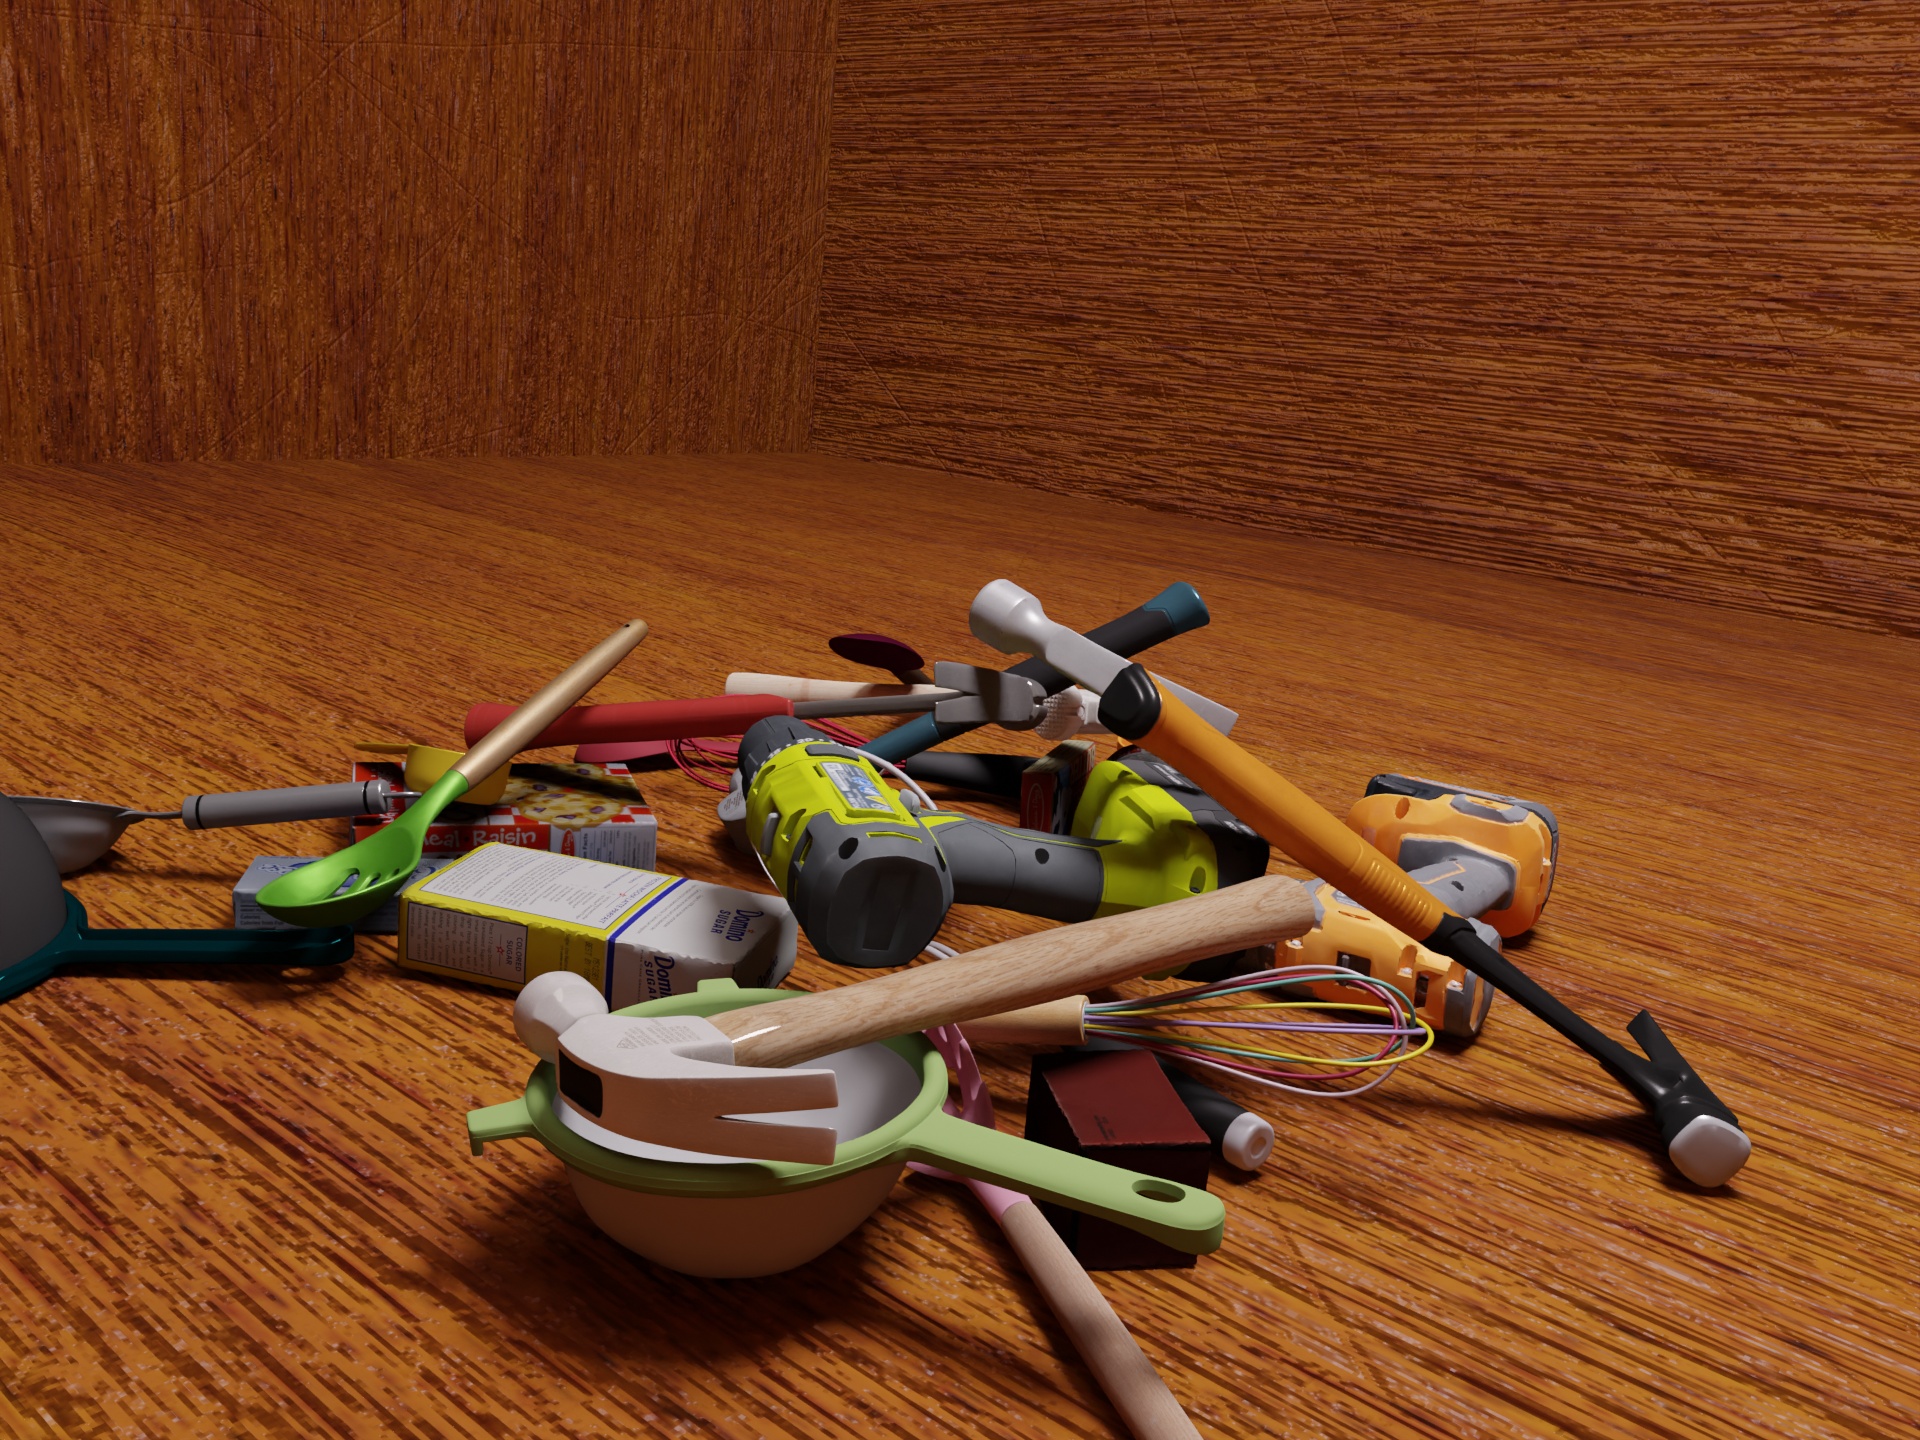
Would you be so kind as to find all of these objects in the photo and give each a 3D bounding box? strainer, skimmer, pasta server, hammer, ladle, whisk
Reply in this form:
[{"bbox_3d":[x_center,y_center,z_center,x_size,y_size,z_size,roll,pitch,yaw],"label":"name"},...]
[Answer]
[{"bbox_3d":[-0.033,0.164,0.558,0.256,0.069,0.151,9,15,25],"label":"strainer"},{"bbox_3d":[0.018,0.102,0.789,0.127,0.090,0.364,-3,16,-37],"label":"skimmer"},{"bbox_3d":[0.027,0.189,0.564,0.040,0.060,0.316,44,-2,-28],"label":"pasta server"},{"bbox_3d":[0.011,0.100,0.608,0.331,0.031,0.130,-8,16,-33],"label":"hammer"},{"bbox_3d":[-0.002,-0.003,0.990,0.331,0.033,0.128,-26,18,6],"label":"hammer"},{"bbox_3d":[-0.461,0.069,0.741,0.340,0.095,0.211,2,15,-7],"label":"strainer"},{"bbox_3d":[-0.139,-0.003,0.916,0.359,0.037,0.149,-3,-3,22],"label":"hammer"},{"bbox_3d":[0.143,0.019,0.947,0.144,0.035,0.405,33,2,28],"label":"hammer"},{"bbox_3d":[-0.123,0.026,1.171,0.315,0.031,0.069,5,14,-7],"label":"ladle"},{"bbox_3d":[-0.028,-0.014,1.196,0.411,0.038,0.146,4,1,44],"label":"hammer"},{"bbox_3d":[0.203,0.081,0.726,0.337,0.034,0.127,36,13,-4],"label":"hammer"},{"bbox_3d":[-0.422,0.052,0.862,0.258,0.050,0.087,-5,-13,-1],"label":"strainer"},{"bbox_3d":[0.074,0.129,0.678,0.245,0.051,0.047,-1,44,17],"label":"whisk"},{"bbox_3d":[-0.059,0.029,1.120,0.295,0.073,0.073,7,13,-15],"label":"whisk"}]

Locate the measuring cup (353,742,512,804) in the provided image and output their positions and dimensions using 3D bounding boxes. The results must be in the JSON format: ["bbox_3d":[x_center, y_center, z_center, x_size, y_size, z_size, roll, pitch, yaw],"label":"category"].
[{"bbox_3d":[-0.318,0.030,0.930,0.156,0.029,0.062,2,-9,45],"label":"measuring cup"}]

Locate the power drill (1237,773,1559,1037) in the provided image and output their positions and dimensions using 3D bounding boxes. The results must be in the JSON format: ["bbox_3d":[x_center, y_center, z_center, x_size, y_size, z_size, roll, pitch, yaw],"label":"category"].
[{"bbox_3d":[0.234,0.098,0.917,0.185,0.084,0.226,12,21,30],"label":"power drill"}]

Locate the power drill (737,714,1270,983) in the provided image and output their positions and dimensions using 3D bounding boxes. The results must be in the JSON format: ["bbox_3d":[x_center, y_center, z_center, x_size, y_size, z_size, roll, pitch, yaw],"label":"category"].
[{"bbox_3d":[0.009,0.054,0.753,0.228,0.080,0.191,8,17,-24],"label":"power drill"}]

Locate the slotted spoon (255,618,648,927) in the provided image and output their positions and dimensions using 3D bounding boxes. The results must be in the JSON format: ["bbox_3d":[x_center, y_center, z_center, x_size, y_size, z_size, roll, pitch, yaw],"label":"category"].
[{"bbox_3d":[-0.252,0.020,0.853,0.070,0.031,0.314,0,29,25],"label":"slotted spoon"}]

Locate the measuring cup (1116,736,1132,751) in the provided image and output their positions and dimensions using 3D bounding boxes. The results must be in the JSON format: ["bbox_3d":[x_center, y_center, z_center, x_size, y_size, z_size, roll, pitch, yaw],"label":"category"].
[{"bbox_3d":[0.123,0.033,1.176,0.174,0.052,0.095,15,17,40],"label":"measuring cup"}]

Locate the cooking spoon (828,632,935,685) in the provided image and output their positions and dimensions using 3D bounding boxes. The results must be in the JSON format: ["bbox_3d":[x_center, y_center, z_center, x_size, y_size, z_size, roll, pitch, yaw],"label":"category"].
[{"bbox_3d":[-0.045,-0.040,1.256,0.069,0.017,0.318,7,-6,9],"label":"cooking spoon"}]
